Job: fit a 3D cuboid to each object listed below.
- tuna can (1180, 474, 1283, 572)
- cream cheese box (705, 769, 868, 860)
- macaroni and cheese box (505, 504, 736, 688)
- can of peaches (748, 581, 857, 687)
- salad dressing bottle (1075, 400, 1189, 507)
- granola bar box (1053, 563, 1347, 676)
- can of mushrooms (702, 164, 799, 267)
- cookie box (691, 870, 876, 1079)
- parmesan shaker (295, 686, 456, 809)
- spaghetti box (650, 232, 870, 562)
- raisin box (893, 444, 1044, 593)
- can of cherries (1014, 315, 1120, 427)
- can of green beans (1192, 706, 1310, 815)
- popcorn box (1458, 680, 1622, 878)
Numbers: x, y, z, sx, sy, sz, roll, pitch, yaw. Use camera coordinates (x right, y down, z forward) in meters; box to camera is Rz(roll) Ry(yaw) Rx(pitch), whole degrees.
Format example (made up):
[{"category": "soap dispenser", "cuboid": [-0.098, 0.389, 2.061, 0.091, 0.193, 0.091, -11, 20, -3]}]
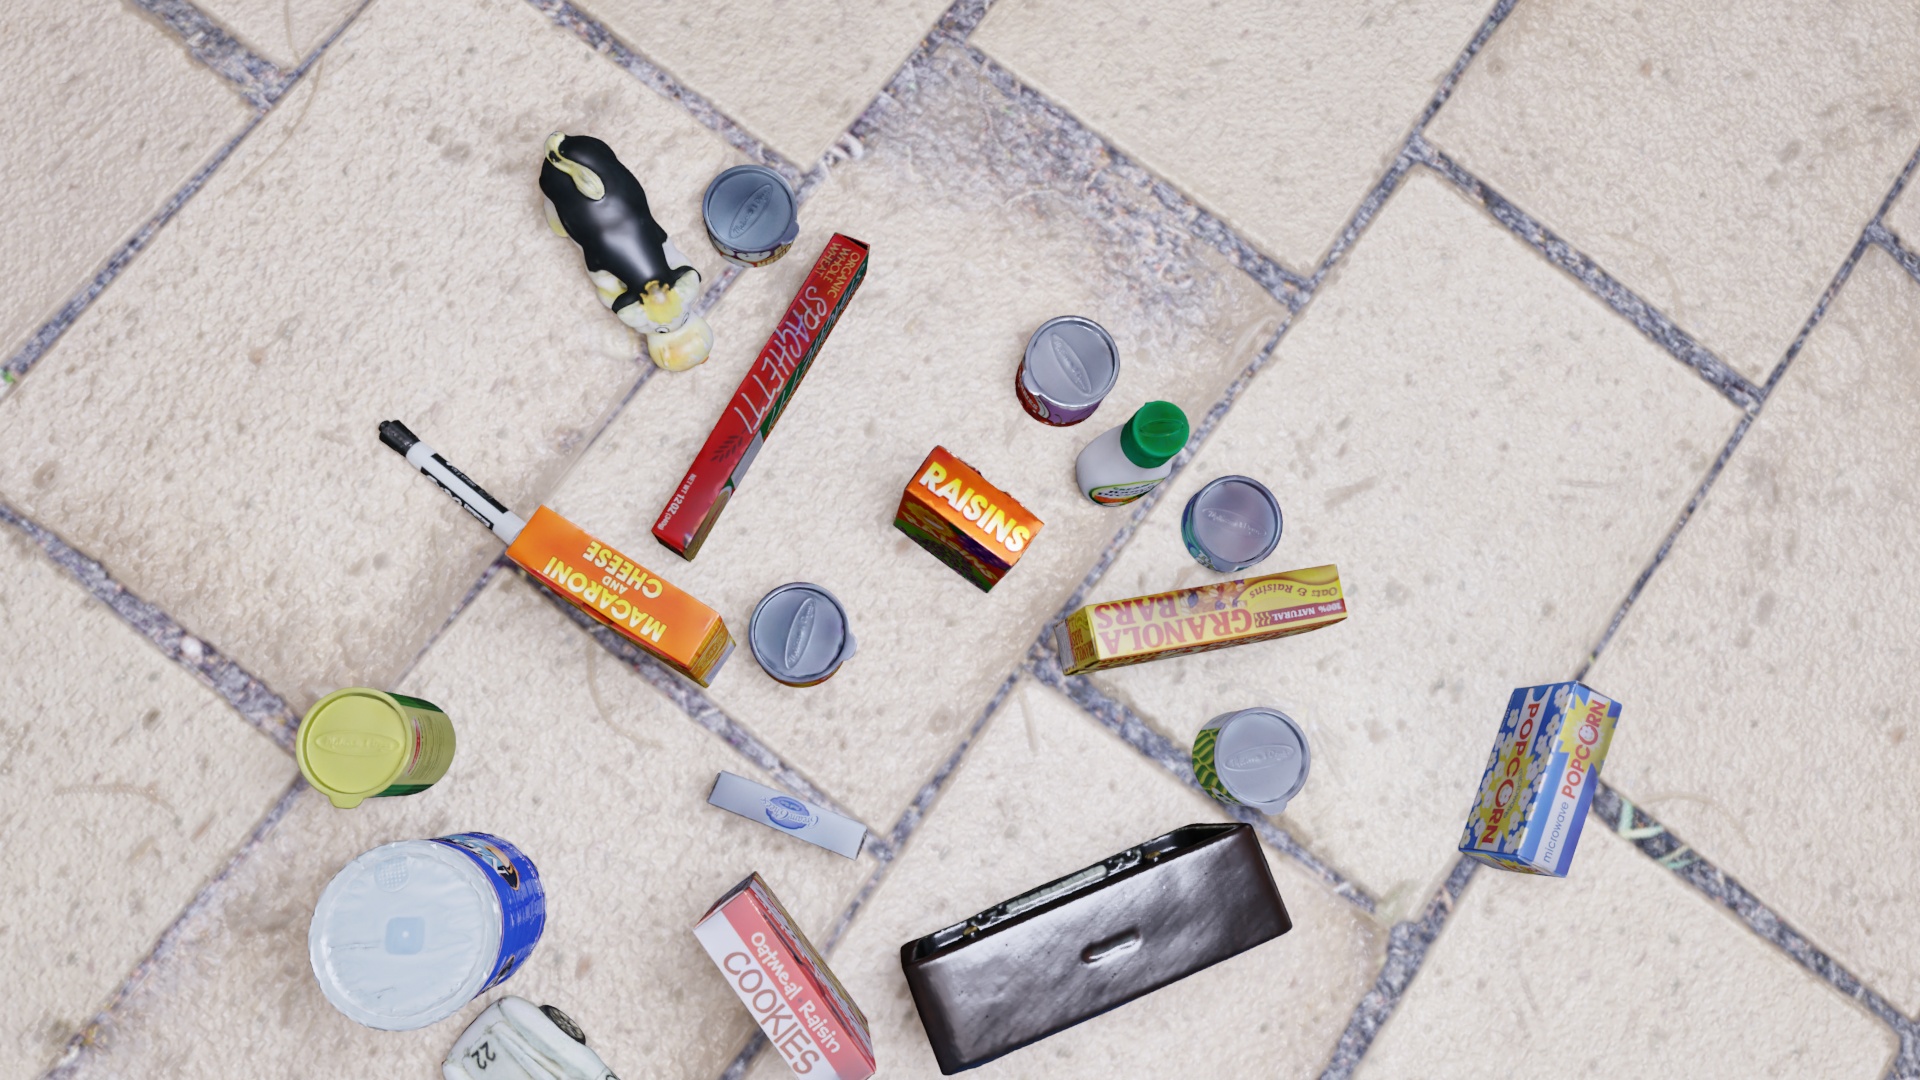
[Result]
[{"category": "tuna can", "cuboid": [0.191, -0.009, 0.984, 0.071, 0.032, 0.071, 1, 80, -6]}, {"category": "cream cheese box", "cuboid": [-0.112, 0.179, 0.907, 0.104, 0.053, 0.024, 22, 79, -2]}, {"category": "macaroni and cheese box", "cuboid": [-0.205, 0.040, 0.865, 0.124, 0.166, 0.040, 32, 79, 0]}, {"category": "can of peaches", "cuboid": [-0.104, 0.065, 0.926, 0.071, 0.058, 0.071, 1, 80, -6]}, {"category": "salad dressing bottle", "cuboid": [0.116, -0.057, 0.927, 0.064, 0.147, 0.044, -7, 81, -7]}, {"category": "granola bar box", "cuboid": [0.155, 0.055, 0.922, 0.166, 0.124, 0.039, -9, 81, -8]}, {"category": "can of mushrooms", "cuboid": [-0.147, -0.229, 0.989, 0.071, 0.033, 0.071, 1, 80, -6]}, {"category": "cookie box", "cuboid": [-0.103, 0.263, 0.834, 0.040, 0.167, 0.123, -37, 85, -11]}, {"category": "parmesan shaker", "cuboid": [-0.361, 0.130, 0.864, 0.071, 0.103, 0.071, 1, 80, -6]}, {"category": "spaghetti box", "cuboid": [-0.135, -0.100, 0.958, 0.029, 0.050, 0.250, 29, 78, 0]}, {"category": "raisin box", "cuboid": [0.003, -0.012, 0.919, 0.086, 0.123, 0.040, 37, 79, 1]}, {"category": "can of cherries", "cuboid": [0.072, -0.117, 0.979, 0.071, 0.058, 0.071, 1, 80, -6]}, {"category": "can of green beans", "cuboid": [0.196, 0.148, 0.943, 0.071, 0.057, 0.071, 1, 80, -6]}, {"category": "popcorn box", "cuboid": [0.394, 0.163, 0.947, 0.038, 0.085, 0.127, 24, 78, -1]}]
